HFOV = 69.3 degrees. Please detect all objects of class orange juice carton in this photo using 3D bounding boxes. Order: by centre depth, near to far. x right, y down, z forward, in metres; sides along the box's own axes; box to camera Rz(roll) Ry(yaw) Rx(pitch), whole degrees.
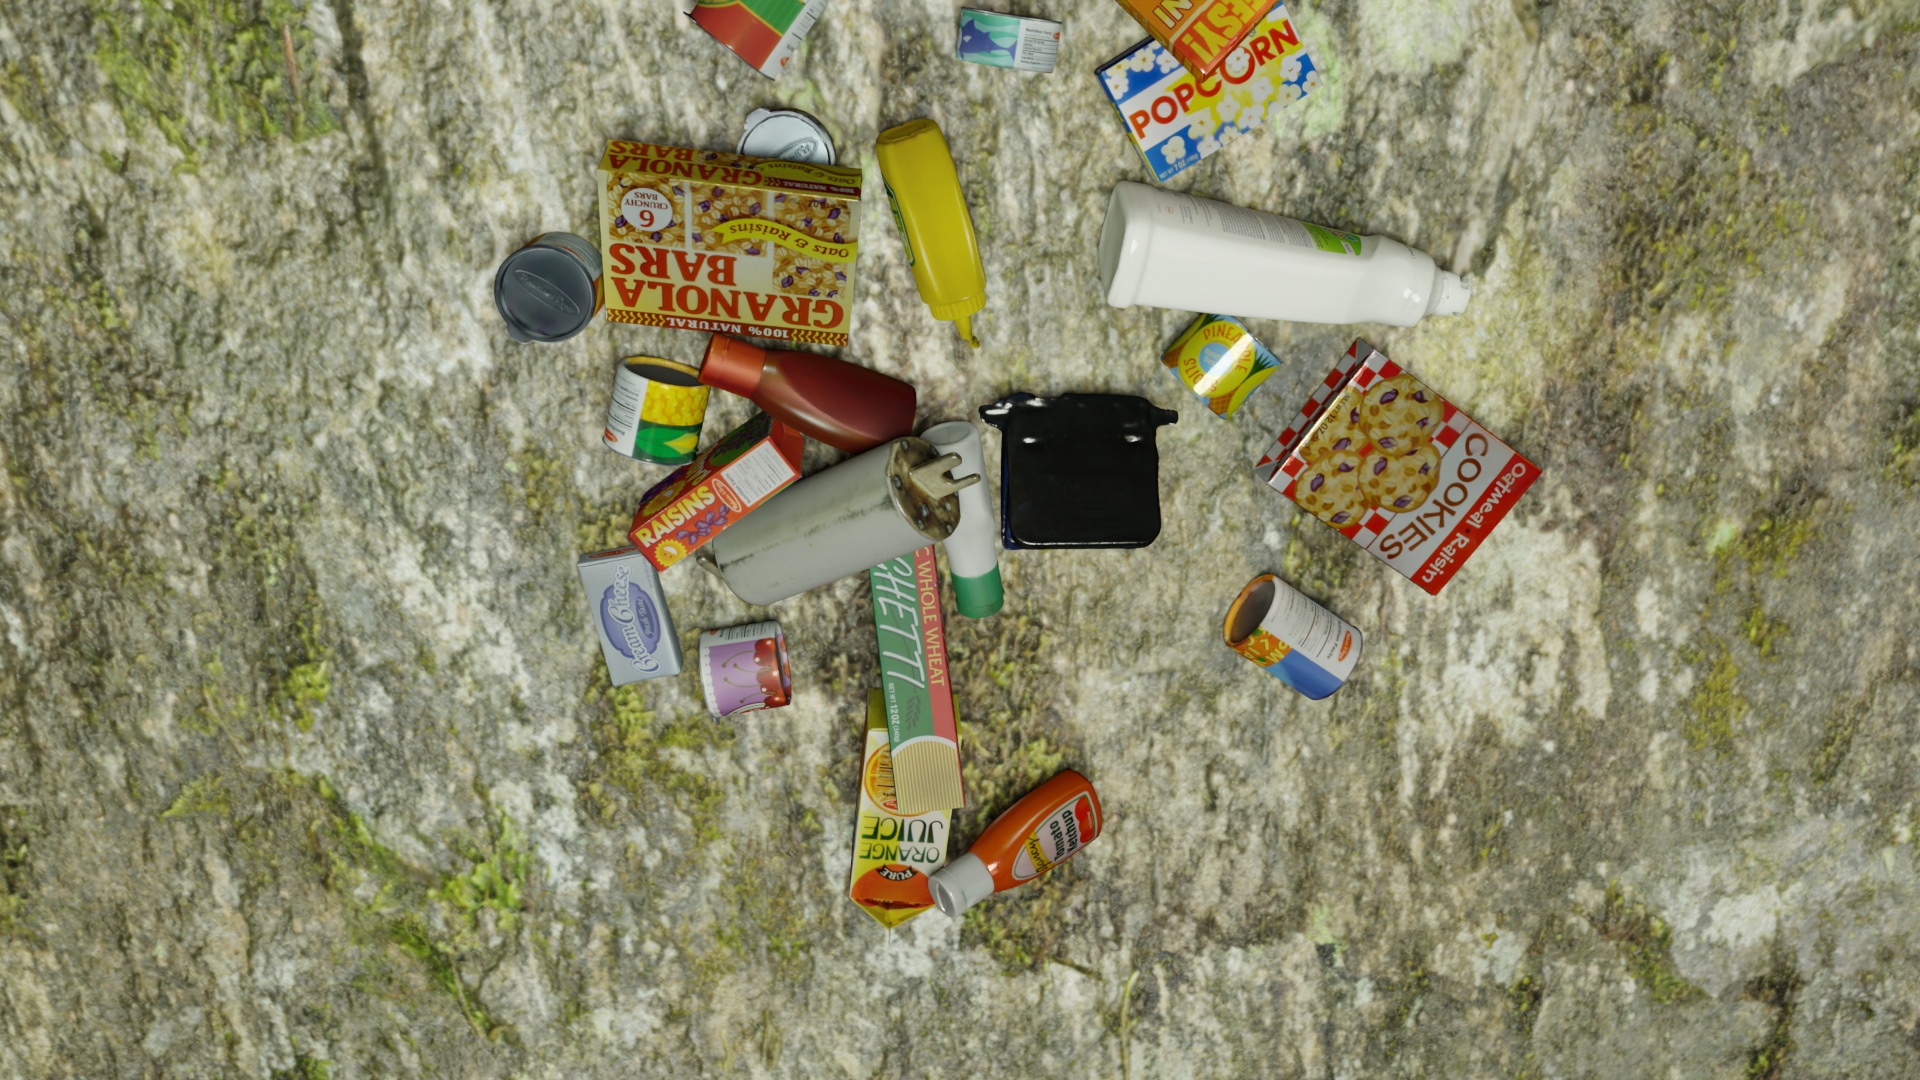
[{"bbox_3d":[-0.046,0.218,1.093,0.073,0.072,0.191,5,110,-6],"label":"orange juice carton"}]

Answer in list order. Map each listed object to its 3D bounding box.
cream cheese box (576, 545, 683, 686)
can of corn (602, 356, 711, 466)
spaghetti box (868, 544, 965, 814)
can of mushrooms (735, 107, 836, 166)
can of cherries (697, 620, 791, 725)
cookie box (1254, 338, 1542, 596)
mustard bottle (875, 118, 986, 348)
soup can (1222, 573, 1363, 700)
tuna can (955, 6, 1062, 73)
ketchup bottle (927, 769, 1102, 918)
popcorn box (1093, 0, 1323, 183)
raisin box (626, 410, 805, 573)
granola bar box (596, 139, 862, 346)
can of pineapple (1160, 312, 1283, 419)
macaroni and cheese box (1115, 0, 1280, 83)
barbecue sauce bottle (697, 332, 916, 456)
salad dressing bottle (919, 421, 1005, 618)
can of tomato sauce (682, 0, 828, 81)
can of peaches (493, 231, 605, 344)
[{"bbox_3d":[-0.247,0.056,1.045,0.053,0.024,0.103,-11,111,1],"label":"cream cheese box"},{"bbox_3d":[-0.210,-0.091,0.971,0.071,0.071,0.058,13,109,-8],"label":"can of corn"},{"bbox_3d":[-0.036,0.073,1.014,0.050,0.028,0.250,-7,88,0],"label":"spaghetti box"},{"bbox_3d":[-0.117,-0.257,0.930,0.071,0.033,0.070,-1,111,-3],"label":"can of mushrooms"},{"bbox_3d":[-0.161,0.099,1.044,0.058,0.072,0.071,-9,111,-1],"label":"can of cherries"},{"bbox_3d":[0.325,-0.052,1.031,0.167,0.040,0.122,32,105,-14],"label":"cookie box"},{"bbox_3d":[-0.014,-0.201,0.943,0.049,0.065,0.159,-18,115,-1],"label":"mustard bottle"},{"bbox_3d":[0.252,0.074,1.063,0.084,0.071,0.071,32,106,-13],"label":"soup can"},{"bbox_3d":[0.029,-0.324,0.898,0.071,0.071,0.032,7,111,-6],"label":"tuna can"},{"bbox_3d":[0.043,0.240,1.084,0.149,0.043,0.064,-27,121,-29],"label":"ketchup bottle"},{"bbox_3d":[0.164,-0.308,0.925,0.126,0.038,0.085,-30,108,8],"label":"popcorn box"},{"bbox_3d":[-0.171,-0.039,0.981,0.123,0.086,0.040,-34,111,9],"label":"raisin box"},{"bbox_3d":[-0.152,-0.195,0.923,0.166,0.039,0.123,6,137,-5],"label":"granola bar box"},{"bbox_3d":[0.183,-0.127,0.979,0.071,0.071,0.057,39,104,-16],"label":"can of pineapple"},{"bbox_3d":[0.137,-0.391,0.867,0.166,0.040,0.123,44,101,0],"label":"macaroni and cheese box"},{"bbox_3d":[-0.106,-0.103,0.966,0.148,0.065,0.043,19,142,-17],"label":"barbecue sauce bottle"},{"bbox_3d":[0.004,-0.013,1.018,0.044,0.064,0.147,-13,119,-4],"label":"salad dressing bottle"},{"bbox_3d":[-0.123,-0.347,0.878,0.071,0.071,0.083,35,104,-15],"label":"can of tomato sauce"},{"bbox_3d":[-0.276,-0.170,0.940,0.071,0.058,0.071,-1,112,-3],"label":"can of peaches"}]
